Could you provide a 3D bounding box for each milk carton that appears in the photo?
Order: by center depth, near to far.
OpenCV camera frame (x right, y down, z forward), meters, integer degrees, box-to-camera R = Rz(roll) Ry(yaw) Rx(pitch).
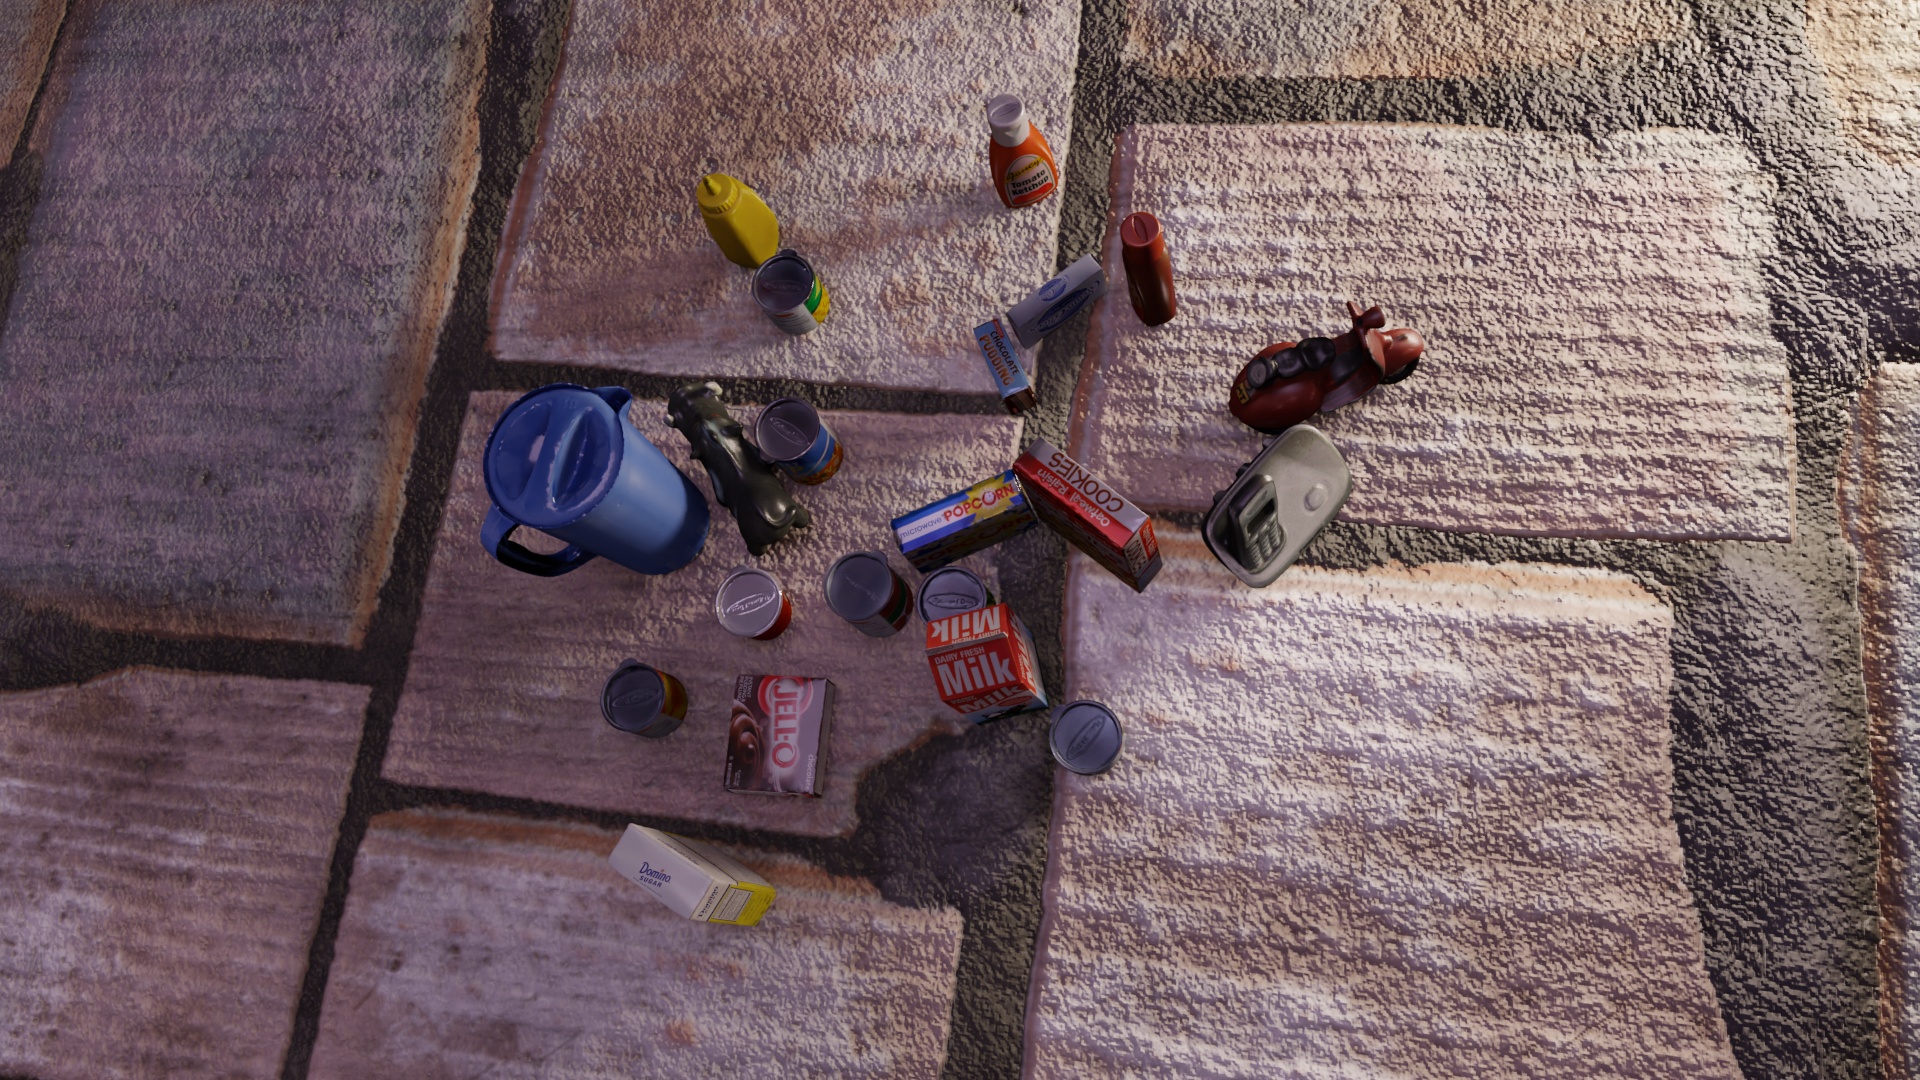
[{"bbox_3d":[0.022,0.107,1.213,0.072,0.190,0.073,-14,72,8],"label":"milk carton"}]

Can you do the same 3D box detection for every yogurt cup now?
[{"bbox_3d":[-0.197,0.065,1.344,0.072,0.054,0.072,-3,74,11],"label":"yogurt cup"}]

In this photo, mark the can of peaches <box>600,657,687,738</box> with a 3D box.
[{"bbox_3d":[-0.304,0.153,1.339,0.071,0.058,0.071,-3,74,11],"label":"can of peaches"}]

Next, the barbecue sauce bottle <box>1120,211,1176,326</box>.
[{"bbox_3d":[0.176,-0.259,1.309,0.043,0.148,0.065,-19,72,7],"label":"barbecue sauce bottle"}]

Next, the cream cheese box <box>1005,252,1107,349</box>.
[{"bbox_3d":[0.096,-0.235,1.369,0.104,0.053,0.024,-36,70,0],"label":"cream cheese box"}]

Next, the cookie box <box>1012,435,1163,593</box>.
[{"bbox_3d":[0.116,-0.019,1.242,0.123,0.167,0.040,38,85,19],"label":"cookie box"}]

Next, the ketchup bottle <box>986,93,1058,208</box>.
[{"bbox_3d":[0.056,-0.385,1.371,0.065,0.148,0.043,-23,71,5],"label":"ketchup bottle"}]

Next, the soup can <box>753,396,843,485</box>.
[{"bbox_3d":[-0.160,-0.095,1.367,0.071,0.083,0.071,-3,74,11],"label":"soup can"}]

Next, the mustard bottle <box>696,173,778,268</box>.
[{"bbox_3d":[-0.232,-0.333,1.411,0.049,0.160,0.065,11,77,15],"label":"mustard bottle"}]

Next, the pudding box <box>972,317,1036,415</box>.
[{"bbox_3d":[0.044,-0.171,1.364,0.030,0.049,0.084,-24,71,5],"label":"pudding box"}]

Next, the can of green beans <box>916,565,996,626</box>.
[{"bbox_3d":[-0.003,0.062,1.301,0.071,0.057,0.071,-3,74,11],"label":"can of green beans"}]

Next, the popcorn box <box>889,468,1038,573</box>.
[{"bbox_3d":[0.005,-0.016,1.308,0.127,0.085,0.038,-23,71,5],"label":"popcorn box"}]

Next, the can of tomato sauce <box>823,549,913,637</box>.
[{"bbox_3d":[-0.084,0.050,1.309,0.071,0.083,0.071,-3,74,11],"label":"can of tomato sauce"}]

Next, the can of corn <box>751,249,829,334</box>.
[{"bbox_3d":[-0.174,-0.255,1.430,0.071,0.058,0.071,-3,74,11],"label":"can of corn"}]

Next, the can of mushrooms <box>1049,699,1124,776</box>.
[{"bbox_3d":[0.113,0.177,1.256,0.071,0.033,0.071,-3,74,11],"label":"can of mushrooms"}]
